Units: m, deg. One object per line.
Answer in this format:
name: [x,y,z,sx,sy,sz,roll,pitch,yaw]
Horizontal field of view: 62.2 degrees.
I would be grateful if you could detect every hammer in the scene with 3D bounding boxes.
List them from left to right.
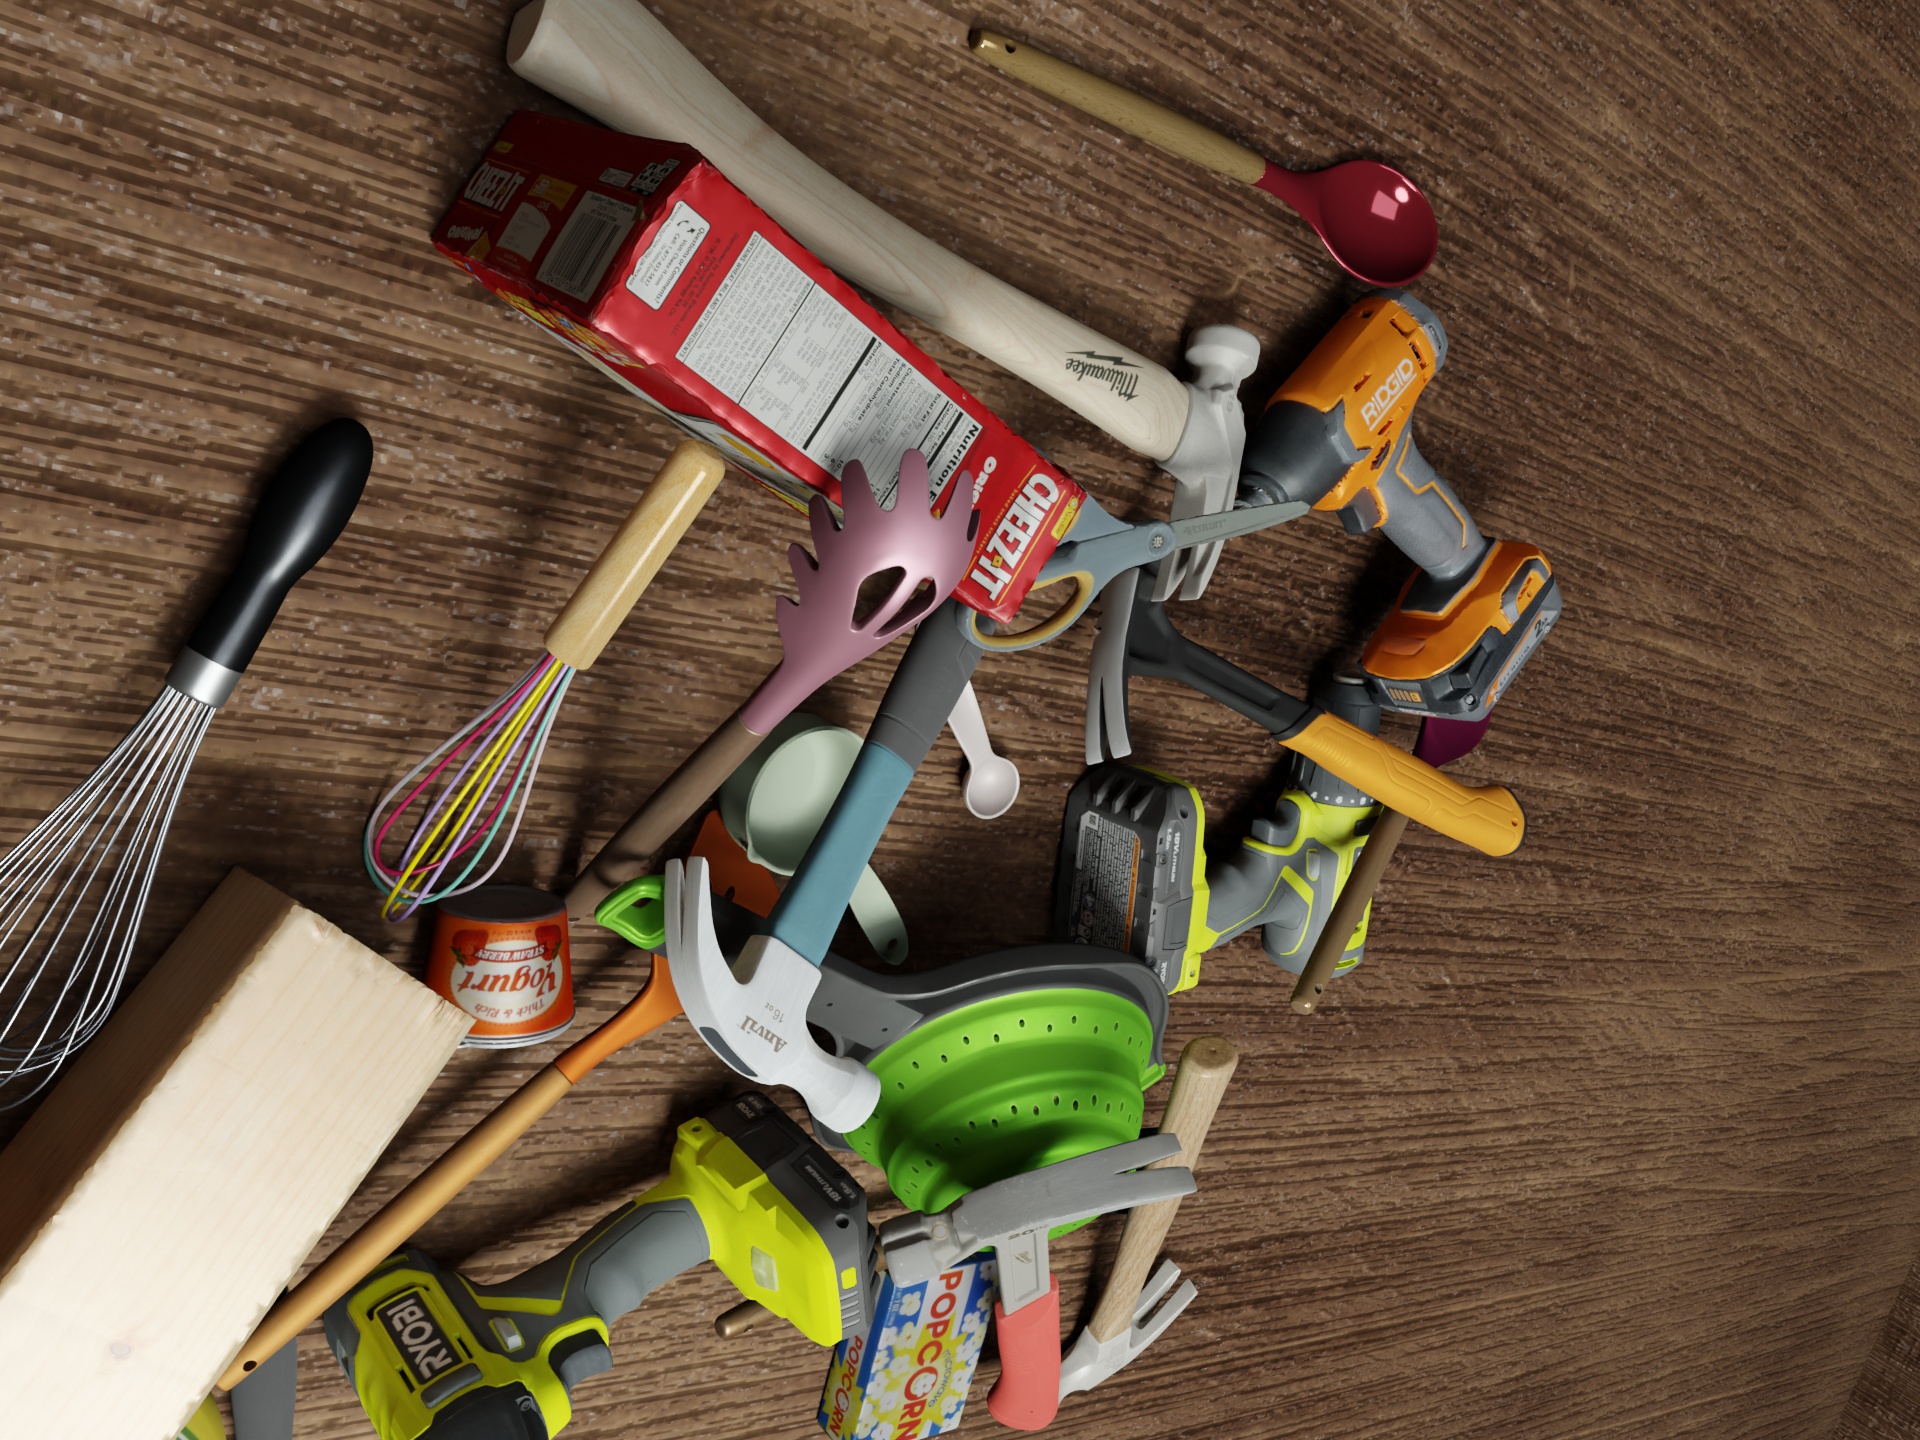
hammer: [-0.026,0.008,0.723,0.128,0.033,0.331,40,61,-26]
hammer: [-0.012,-0.184,0.703,0.410,0.038,0.146,21,76,-39]
hammer: [0.046,0.326,0.878,0.149,0.037,0.358,-15,144,-6]
hammer: [0.119,0.316,0.999,0.130,0.031,0.331,-18,136,-33]
hammer: [0.208,0.018,0.906,0.336,0.034,0.127,24,64,-29]

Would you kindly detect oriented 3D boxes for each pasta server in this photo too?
pasta server: [-0.094,0.006,0.632,0.060,0.040,0.316,18,140,-31]

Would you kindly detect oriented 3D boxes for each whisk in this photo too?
whisk: [-0.295,0.011,0.584,0.070,0.070,0.284,34,83,-42]
whisk: [-0.316,0.355,0.724,0.055,0.055,0.239,-6,109,-36]
whisk: [-0.169,-0.012,0.636,0.245,0.051,0.047,-51,158,17]

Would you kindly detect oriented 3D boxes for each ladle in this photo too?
ladle: [0.130,-0.283,0.795,0.315,0.031,0.069,8,82,-37]

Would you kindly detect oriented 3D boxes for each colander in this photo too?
colander: [-0.020,0.179,0.779,0.204,0.095,0.396,-36,137,18]

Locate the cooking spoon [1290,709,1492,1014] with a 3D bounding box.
cooking spoon: [0.269,0.053,0.976,0.068,0.017,0.319,51,54,-21]

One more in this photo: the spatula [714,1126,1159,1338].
spatula: [-0.001,0.296,0.916,0.317,0.044,0.082,-11,134,-41]

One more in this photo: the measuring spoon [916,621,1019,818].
measuring spoon: [-0.001,-0.003,0.831,0.034,0.018,0.124,-34,120,-21]

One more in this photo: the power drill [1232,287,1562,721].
power drill: [0.242,-0.105,0.903,0.164,0.084,0.226,-48,120,-20]

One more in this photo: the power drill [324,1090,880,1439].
power drill: [-0.154,0.275,0.732,0.223,0.171,0.080,-22,123,-33]

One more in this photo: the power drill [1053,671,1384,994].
power drill: [0.170,0.072,0.953,0.228,0.080,0.190,-7,108,-38]

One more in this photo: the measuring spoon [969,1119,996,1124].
measuring spoon: [0.048,0.254,0.974,0.128,0.021,0.042,3,108,-38]

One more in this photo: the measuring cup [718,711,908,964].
measuring cup: [-0.066,0.064,0.793,0.083,0.038,0.167,-42,134,-20]

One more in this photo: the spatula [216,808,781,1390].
spatula: [-0.204,0.174,0.726,0.322,0.041,0.080,-42,131,-17]
